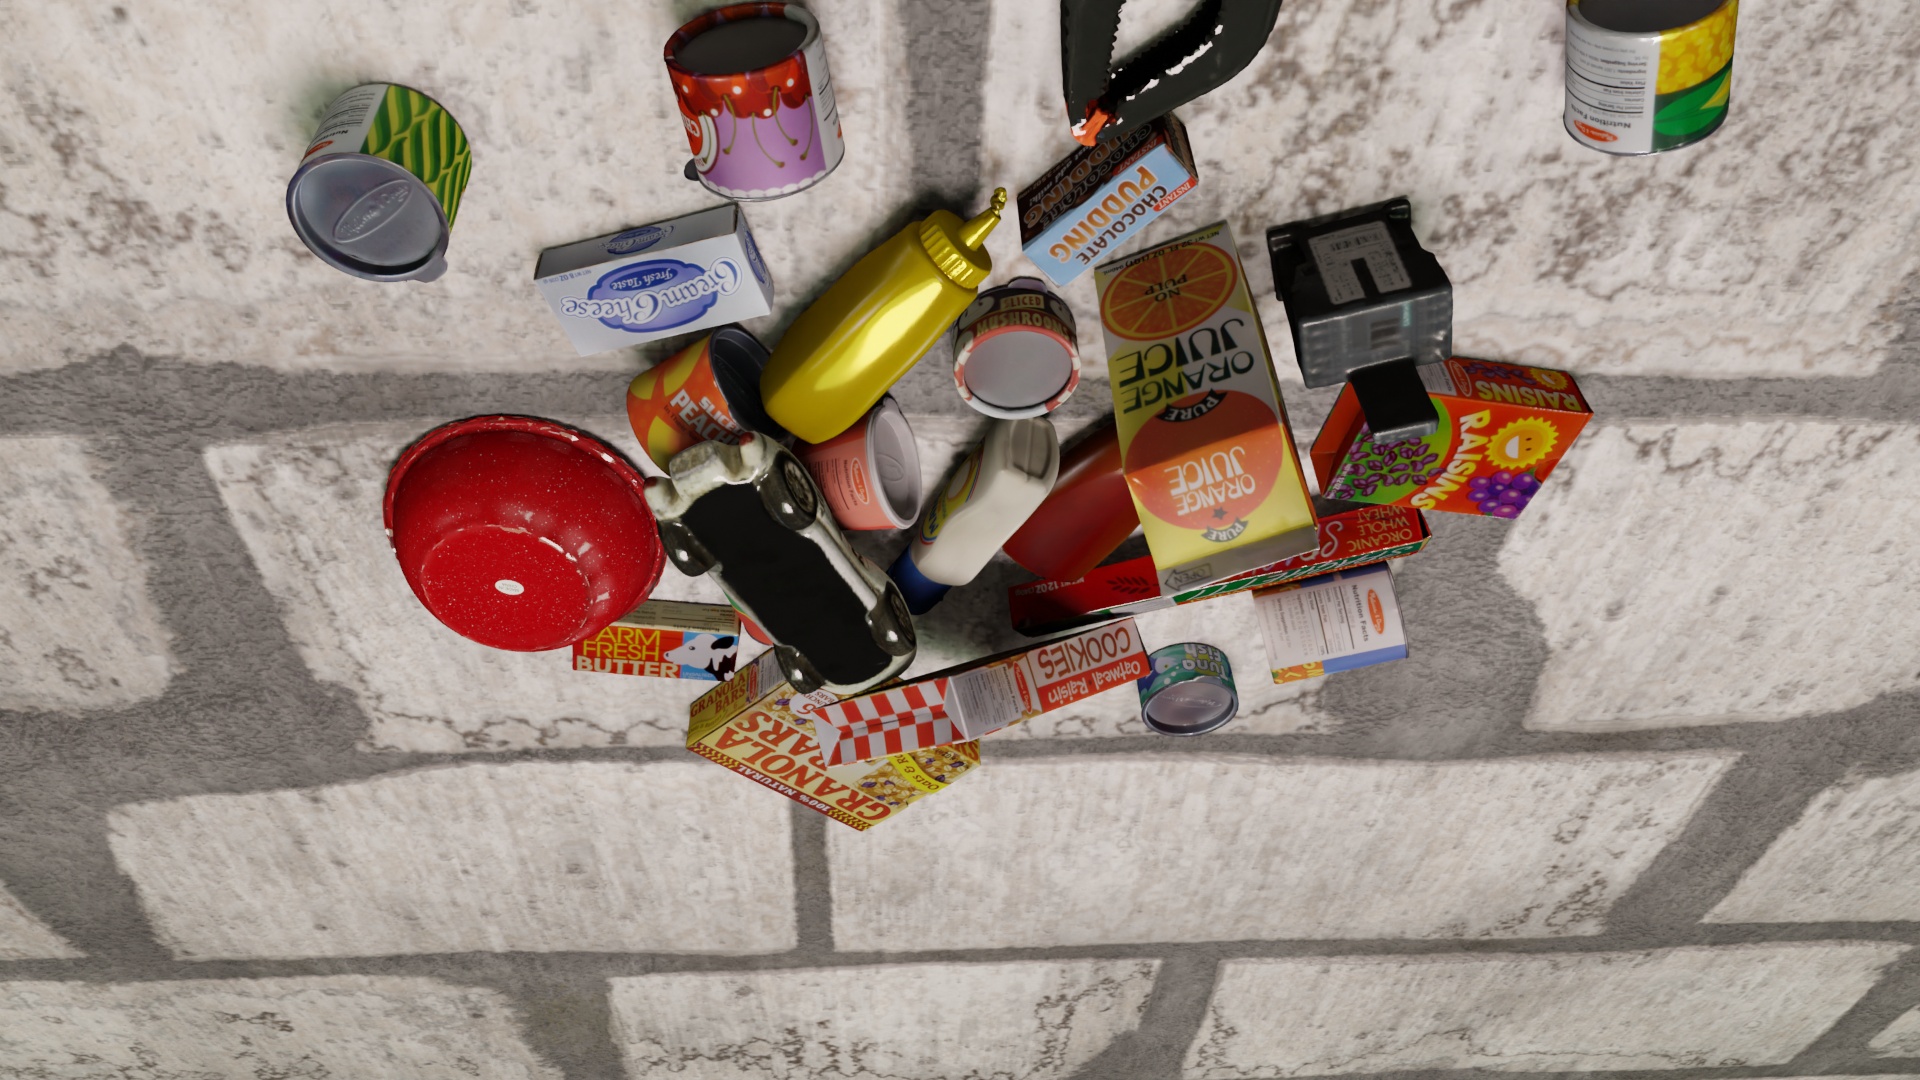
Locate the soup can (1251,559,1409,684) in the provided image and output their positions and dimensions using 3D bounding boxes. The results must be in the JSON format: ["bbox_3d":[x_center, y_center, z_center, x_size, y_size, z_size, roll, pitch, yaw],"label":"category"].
[{"bbox_3d":[0.231,0.050,0.871,0.084,0.072,0.071,-13,137,12],"label":"soup can"}]

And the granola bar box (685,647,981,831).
[{"bbox_3d":[-0.086,0.136,0.961,0.124,0.039,0.165,-34,129,29],"label":"granola bar box"}]

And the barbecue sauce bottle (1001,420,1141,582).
[{"bbox_3d":[0.087,-0.036,0.782,0.065,0.044,0.148,24,130,-28],"label":"barbecue sauce bottle"}]

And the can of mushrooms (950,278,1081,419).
[{"bbox_3d":[0.029,-0.098,0.718,0.071,0.034,0.070,-1,138,-1],"label":"can of mushrooms"}]

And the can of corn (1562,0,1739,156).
[{"bbox_3d":[0.295,-0.209,0.593,0.071,0.071,0.058,-14,136,11],"label":"can of corn"}]

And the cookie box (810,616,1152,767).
[{"bbox_3d":[0.015,0.091,0.831,0.168,0.040,0.122,-12,175,-46],"label":"cookie box"}]

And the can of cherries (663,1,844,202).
[{"bbox_3d":[-0.089,-0.186,0.588,0.071,0.072,0.058,-6,137,3],"label":"can of cherries"}]

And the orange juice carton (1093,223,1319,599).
[{"bbox_3d":[0.115,-0.056,0.651,0.072,0.194,0.072,-18,135,16],"label":"orange juice carton"}]

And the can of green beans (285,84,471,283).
[{"bbox_3d":[-0.255,-0.158,0.614,0.071,0.058,0.071,-2,137,-2],"label":"can of green beans"}]

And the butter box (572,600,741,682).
[{"bbox_3d":[-0.193,0.063,0.884,0.103,0.024,0.052,5,136,-10],"label":"butter box"}]

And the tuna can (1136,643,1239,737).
[{"bbox_3d":[0.154,0.100,0.943,0.071,0.033,0.070,-2,138,-2],"label":"tuna can"}]

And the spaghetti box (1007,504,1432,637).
[{"bbox_3d":[0.154,0.018,0.842,0.250,0.029,0.050,-13,167,10],"label":"spaghetti box"}]

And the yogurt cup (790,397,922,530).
[{"bbox_3d":[-0.058,-0.036,0.758,0.054,0.073,0.072,-10,138,19],"label":"yogurt cup"}]

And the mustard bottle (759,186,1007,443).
[{"bbox_3d":[-0.032,-0.113,0.676,0.048,0.065,0.159,36,121,-29],"label":"mustard bottle"}]

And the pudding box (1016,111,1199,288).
[{"bbox_3d":[0.066,-0.160,0.640,0.083,0.050,0.030,-33,128,28],"label":"pudding box"}]

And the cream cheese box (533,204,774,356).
[{"bbox_3d":[-0.149,-0.126,0.681,0.104,0.024,0.053,-12,138,9],"label":"cream cheese box"}]

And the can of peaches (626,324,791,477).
[{"bbox_3d":[-0.128,-0.067,0.712,0.058,0.071,0.071,-25,133,23],"label":"can of peaches"}]

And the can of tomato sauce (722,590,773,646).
[{"bbox_3d":[-0.109,0.012,0.801,0.071,0.071,0.082,-12,136,10],"label":"can of tomato sauce"}]

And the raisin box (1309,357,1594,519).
[{"bbox_3d":[0.270,-0.058,0.773,0.123,0.040,0.085,6,136,-11],"label":"raisin box"}]

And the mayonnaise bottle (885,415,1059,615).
[{"bbox_3d":[0.003,-0.010,0.793,0.041,0.065,0.147,24,135,-17],"label":"mayonnaise bottle"}]
